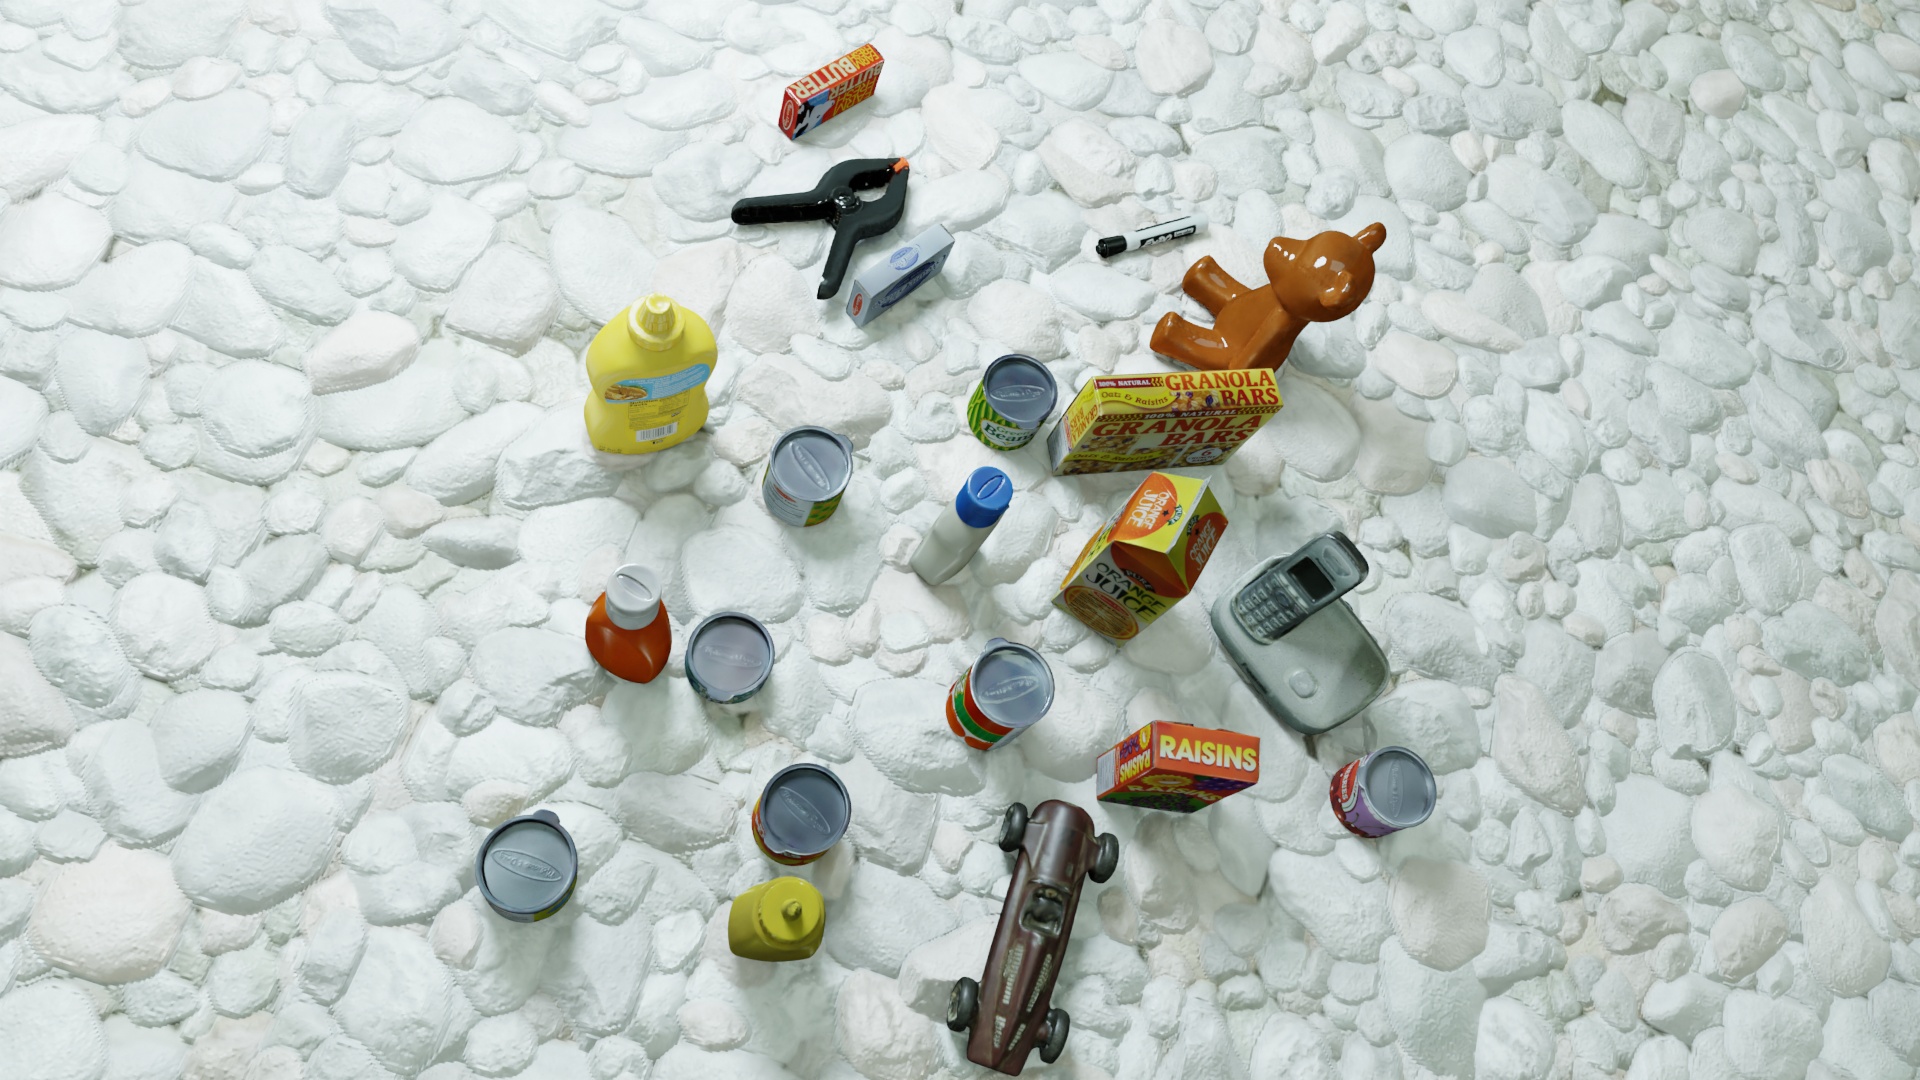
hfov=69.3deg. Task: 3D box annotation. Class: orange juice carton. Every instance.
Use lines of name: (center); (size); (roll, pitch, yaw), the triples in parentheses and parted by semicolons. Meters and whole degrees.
orange juice carton: (0.145, 0.012, 1.091); (0.073, 0.192, 0.072); (34, 64, 0)

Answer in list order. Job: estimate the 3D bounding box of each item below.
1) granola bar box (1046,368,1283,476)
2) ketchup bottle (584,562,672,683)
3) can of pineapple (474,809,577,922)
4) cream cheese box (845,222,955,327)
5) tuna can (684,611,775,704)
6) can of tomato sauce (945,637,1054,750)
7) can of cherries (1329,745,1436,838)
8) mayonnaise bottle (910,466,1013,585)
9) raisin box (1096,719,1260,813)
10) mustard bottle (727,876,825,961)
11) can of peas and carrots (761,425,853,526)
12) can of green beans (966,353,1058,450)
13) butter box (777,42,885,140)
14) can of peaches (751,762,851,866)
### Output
granola bar box: (0.170, -0.101, 1.182); (0.166, 0.123, 0.039); (-5, 71, -17)
ketchup bottle: (-0.236, 0.058, 0.991); (0.065, 0.148, 0.044); (34, 64, -1)
can of pineapple: (-0.296, 0.225, 0.956); (0.071, 0.057, 0.071); (6, 68, -13)
cream cheese box: (-0.053, -0.231, 1.211); (0.104, 0.053, 0.024); (-40, 84, -25)
tuna can: (-0.177, 0.092, 1.057); (0.071, 0.032, 0.071); (6, 67, -13)
can of tomato sauce: (0.028, 0.120, 1.075); (0.071, 0.082, 0.071); (6, 68, -13)
can of cherries: (0.344, 0.207, 1.143); (0.071, 0.058, 0.072); (6, 68, -13)
mayonnaise bottle: (0.004, -0.014, 1.087); (0.041, 0.147, 0.065); (45, 65, 5)
raisin box: (0.165, 0.175, 1.069); (0.086, 0.123, 0.040); (11, 67, -11)
mustard bottle: (-0.119, 0.255, 0.937); (0.065, 0.159, 0.049); (6, 68, -13)
can of peas and carrots: (-0.122, -0.052, 1.117); (0.071, 0.058, 0.071); (6, 68, -13)
can of green beans: (0.043, -0.117, 1.190); (0.071, 0.057, 0.071); (6, 68, -13)
butter box: (-0.118, -0.409, 1.265); (0.104, 0.053, 0.024); (-38, 83, -25)
can of peaches: (-0.119, 0.203, 1.015); (0.071, 0.057, 0.071); (6, 68, -13)
